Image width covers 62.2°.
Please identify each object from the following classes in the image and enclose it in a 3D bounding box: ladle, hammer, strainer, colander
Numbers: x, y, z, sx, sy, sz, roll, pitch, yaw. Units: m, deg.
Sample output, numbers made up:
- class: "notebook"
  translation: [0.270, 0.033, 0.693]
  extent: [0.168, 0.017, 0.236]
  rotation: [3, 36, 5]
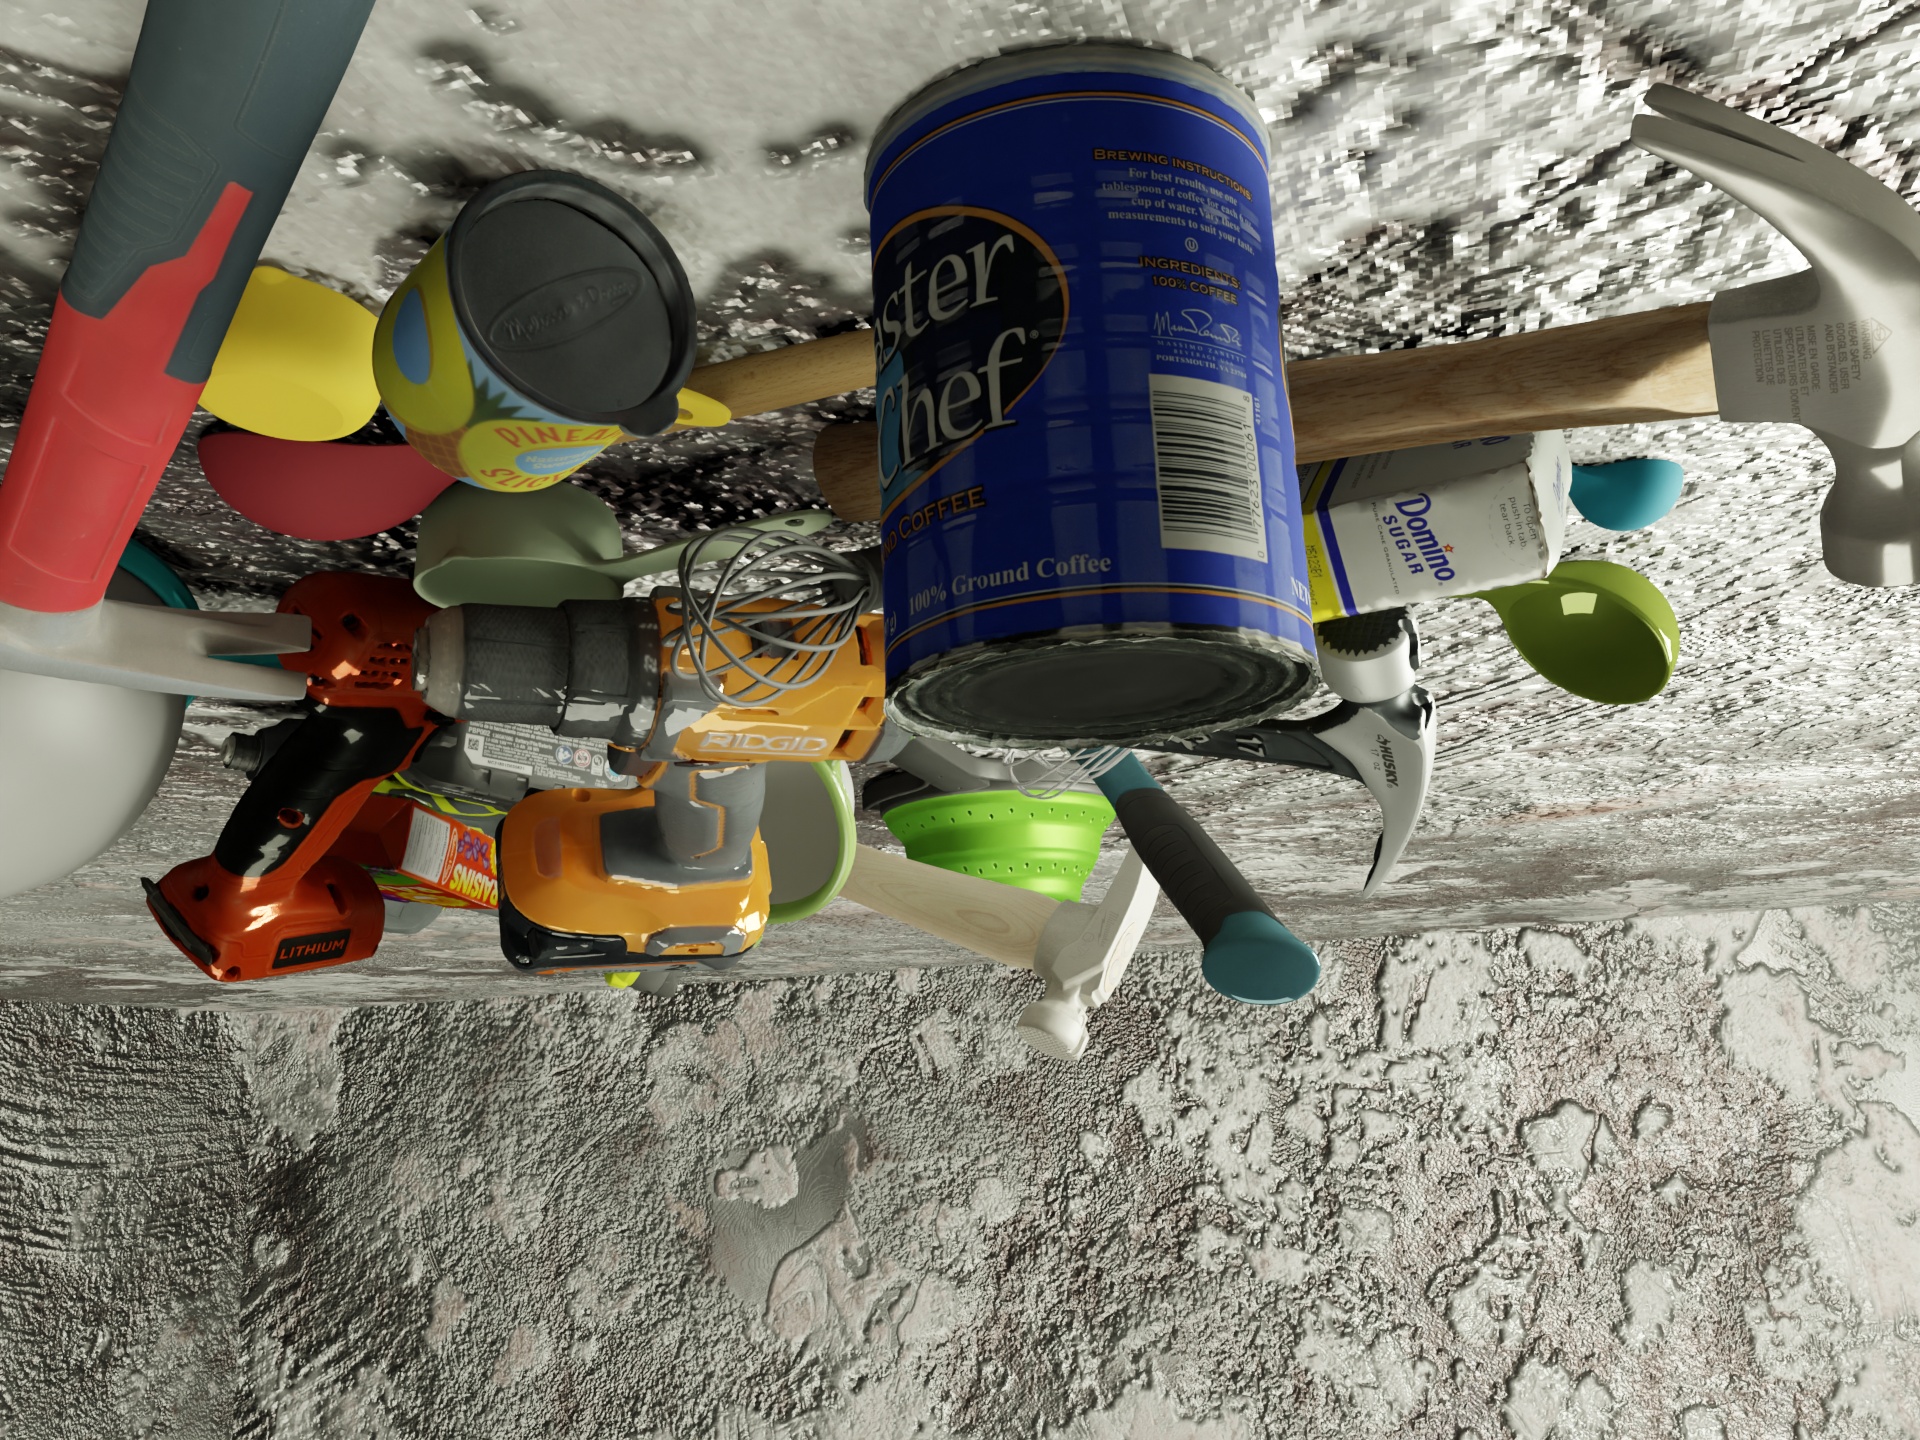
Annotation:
- class: "ladle"
  translation: [0.168, -0.050, 0.690]
  extent: [0.320, 0.062, 0.078]
  rotation: [4, 164, -16]
- class: "hammer"
  translation: [-0.077, 0.079, 0.970]
  extent: [0.411, 0.146, 0.038]
  rotation: [13, 151, 32]
- class: "ladle"
  translation: [-0.112, -0.097, 0.509]
  extent: [0.315, 0.031, 0.069]
  rotation: [-9, 162, 18]
- class: "hammer"
  translation: [-0.001, -0.002, 0.688]
  extent: [0.409, 0.036, 0.149]
  rotation: [6, 141, 29]
- class: "hammer"
  translation: [-0.181, -0.091, 0.385]
  extent: [0.143, 0.038, 0.386]
  rotation: [10, 154, -35]
- class: "strainer"
  translation: [-0.340, 0.008, 0.637]
  extent: [0.340, 0.095, 0.211]
  rotation: [-7, 148, -31]
- class: "strainer"
  translation: [-0.080, 0.012, 0.880]
  extent: [0.256, 0.151, 0.069]
  rotation: [-33, -171, 33]
- class: "hammer"
  translation: [0.093, -0.090, 0.459]
  extent: [0.331, 0.031, 0.130]
  rotation: [-1, 128, 33]
- class: "colander"
  translation: [0.006, 0.076, 1.092]
  extent: [0.204, 0.094, 0.396]
  rotation: [-7, 166, 17]
- class: "hammer"
  translation: [0.091, 0.047, 0.769]
  extent: [0.128, 0.033, 0.331]
  rotation: [-5, -160, -9]

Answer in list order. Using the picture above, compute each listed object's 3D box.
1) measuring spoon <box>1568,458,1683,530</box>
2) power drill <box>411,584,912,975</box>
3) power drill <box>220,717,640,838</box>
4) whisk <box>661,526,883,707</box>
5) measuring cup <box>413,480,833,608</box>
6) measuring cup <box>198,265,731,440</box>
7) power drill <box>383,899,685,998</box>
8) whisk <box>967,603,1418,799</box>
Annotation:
- class: "measuring spoon"
  translation: [0.222, -0.086, 0.612]
  extent: [0.128, 0.021, 0.042]
  rotation: [1, 166, -18]
- class: "power drill"
  translation: [-0.137, 0.026, 0.650]
  extent: [0.185, 0.084, 0.226]
  rotation: [3, 147, -26]
- class: "power drill"
  translation: [-0.281, 0.021, 0.858]
  extent: [0.171, 0.080, 0.223]
  rotation: [15, 161, -40]
- class: "whisk"
  translation: [-0.036, -0.046, 0.556]
  extent: [0.055, 0.055, 0.239]
  rotation: [-8, -172, 21]
- class: "measuring cup"
  translation: [-0.124, -0.072, 0.584]
  extent: [0.167, 0.038, 0.083]
  rotation: [-10, 165, 20]
- class: "measuring cup"
  translation: [-0.146, -0.094, 0.463]
  extent: [0.156, 0.029, 0.062]
  rotation: [9, 162, -11]
- class: "power drill"
  translation: [-0.299, 0.105, 1.058]
  extent: [0.228, 0.080, 0.191]
  rotation: [19, -177, -24]
- class: "whisk"
  translation: [0.093, -0.022, 0.673]
  extent: [0.070, 0.070, 0.284]
  rotation: [6, 162, -31]
